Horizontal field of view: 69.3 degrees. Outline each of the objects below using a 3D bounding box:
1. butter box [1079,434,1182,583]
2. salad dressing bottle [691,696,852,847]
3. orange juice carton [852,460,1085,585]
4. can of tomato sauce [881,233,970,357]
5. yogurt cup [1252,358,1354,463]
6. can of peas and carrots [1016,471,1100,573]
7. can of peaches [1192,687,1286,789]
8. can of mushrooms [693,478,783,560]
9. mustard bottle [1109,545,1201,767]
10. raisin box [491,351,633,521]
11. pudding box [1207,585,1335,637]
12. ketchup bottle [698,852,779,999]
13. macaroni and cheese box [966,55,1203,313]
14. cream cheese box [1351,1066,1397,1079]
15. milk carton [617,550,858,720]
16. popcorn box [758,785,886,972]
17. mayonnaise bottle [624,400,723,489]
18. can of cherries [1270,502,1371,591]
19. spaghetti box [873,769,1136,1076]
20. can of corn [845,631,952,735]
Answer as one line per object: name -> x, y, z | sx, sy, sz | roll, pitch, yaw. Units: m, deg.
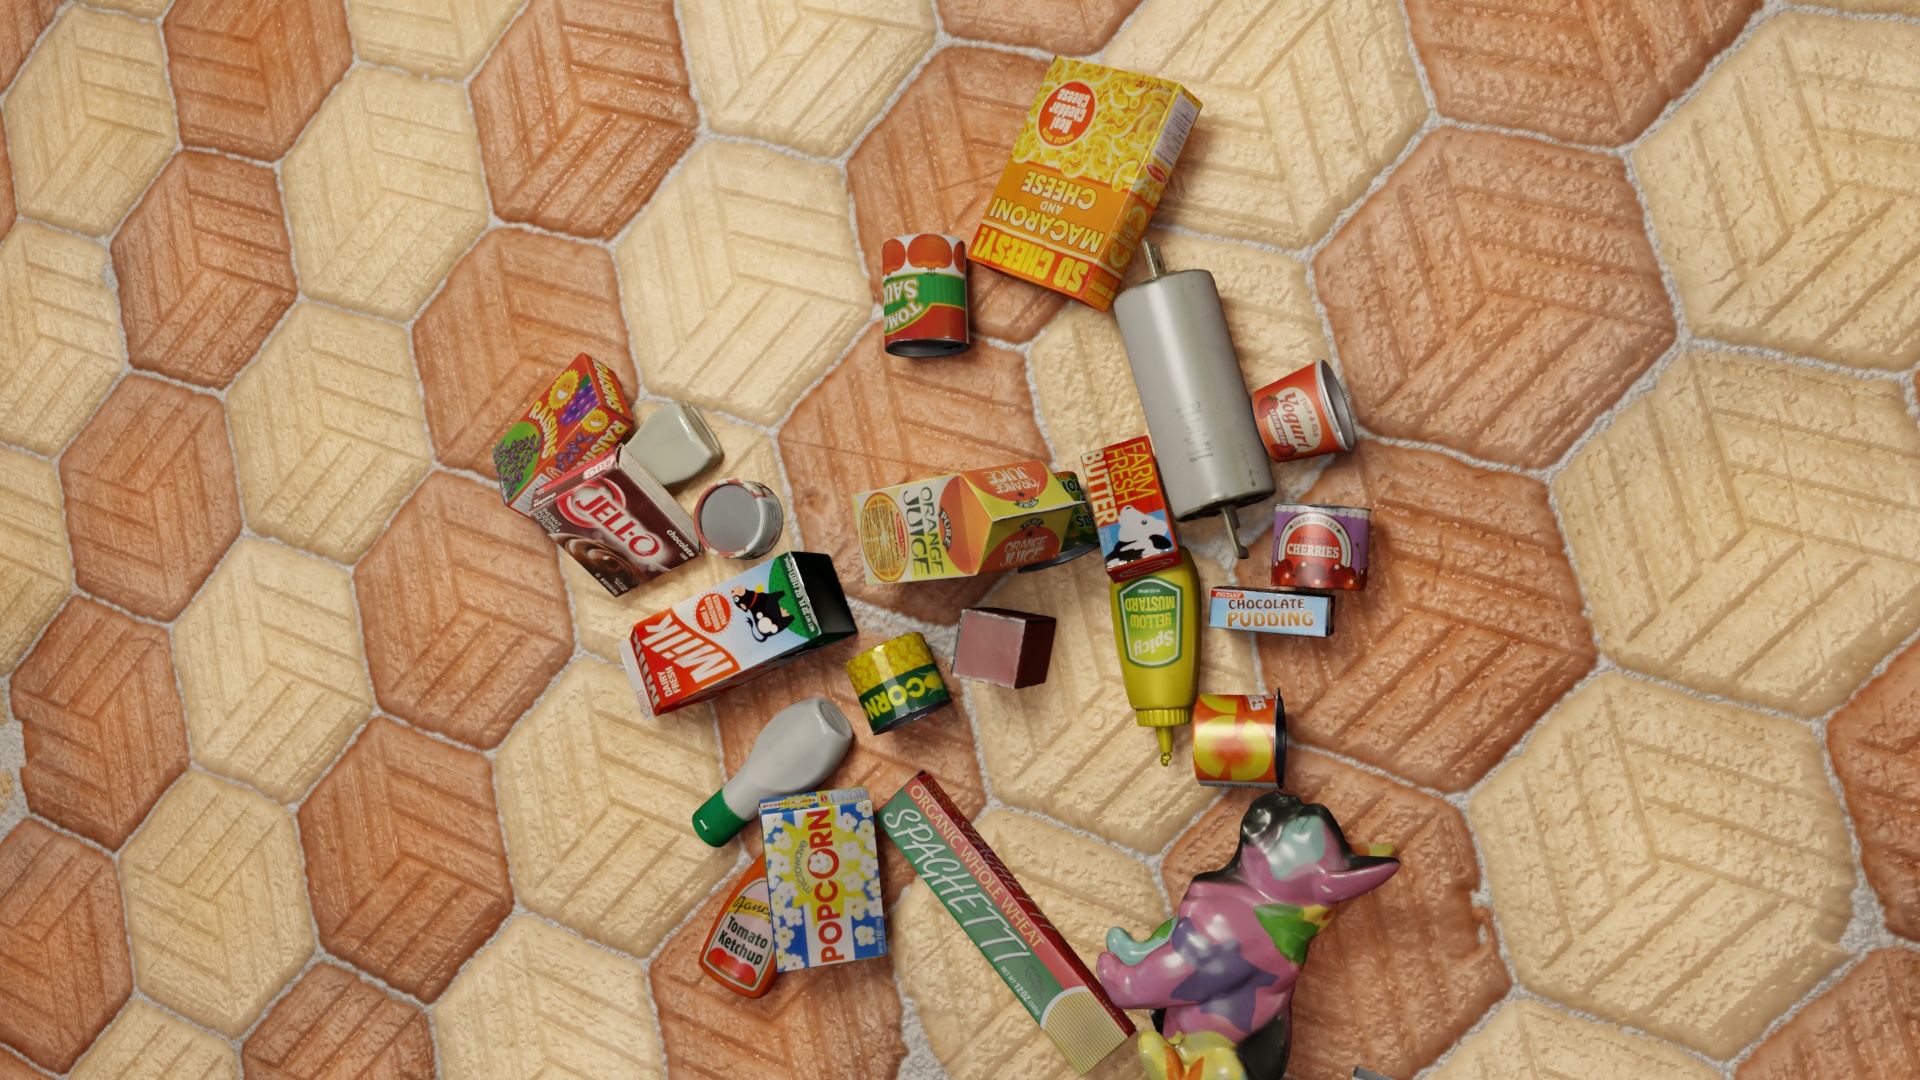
butter box -> 0.122, -0.024, 1.000 | 0.053, 0.024, 0.104 | -16, 57, 12
salad dressing bottle -> -0.152, 0.187, 1.107 | 0.147, 0.044, 0.064 | -42, 71, 13
orange juice carton -> 0.004, -0.012, 0.995 | 0.192, 0.072, 0.073 | -8, 91, 56
can of tomato sauce -> -0.029, -0.189, 1.073 | 0.071, 0.071, 0.083 | -4, 85, 19
yogurt cup -> 0.241, -0.088, 0.980 | 0.054, 0.072, 0.072 | -18, 81, 25
can of peas and carrots -> 0.066, -0.014, 1.032 | 0.071, 0.071, 0.059 | -22, 80, 17
can of peaches -> 0.197, 0.139, 0.979 | 0.058, 0.071, 0.071 | -2, 86, 20
can of mushrooms -> -0.184, -0.018, 1.135 | 0.071, 0.033, 0.071 | -1, 87, 19
mustard bottle -> 0.145, 0.084, 1.009 | 0.065, 0.049, 0.160 | -6, 85, 19
raisin box -> -0.336, -0.087, 1.169 | 0.123, 0.040, 0.086 | -45, 43, 12
pudding box -> 0.222, 0.050, 0.985 | 0.084, 0.050, 0.030 | 5, 91, 20
ketchup bottle -> -0.150, 0.283, 1.101 | 0.065, 0.043, 0.148 | 26, 95, 15
macaroni and cheese box -> 0.090, -0.266, 1.035 | 0.124, 0.040, 0.166 | 29, 97, 39
cream cheese box -> 0.315, 0.403, 0.945 | 0.104, 0.024, 0.053 | 12, 92, 19
milk carton -> -0.187, 0.078, 1.109 | 0.190, 0.073, 0.072 | -24, 80, 16
popcorn box -> -0.105, 0.258, 1.061 | 0.085, 0.038, 0.126 | -6, 96, -10
mayonnaise bottle -> -0.273, -0.054, 1.164 | 0.148, 0.041, 0.065 | -34, 88, 15
can of cherries -> 0.250, 0.005, 0.966 | 0.071, 0.071, 0.058 | 4, 89, 19
spaghetti box -> 0.030, 0.285, 1.047 | 0.050, 0.029, 0.250 | -44, 75, 11
can of corn -> -0.049, 0.109, 1.062 | 0.071, 0.071, 0.058 | -28, 78, 16
